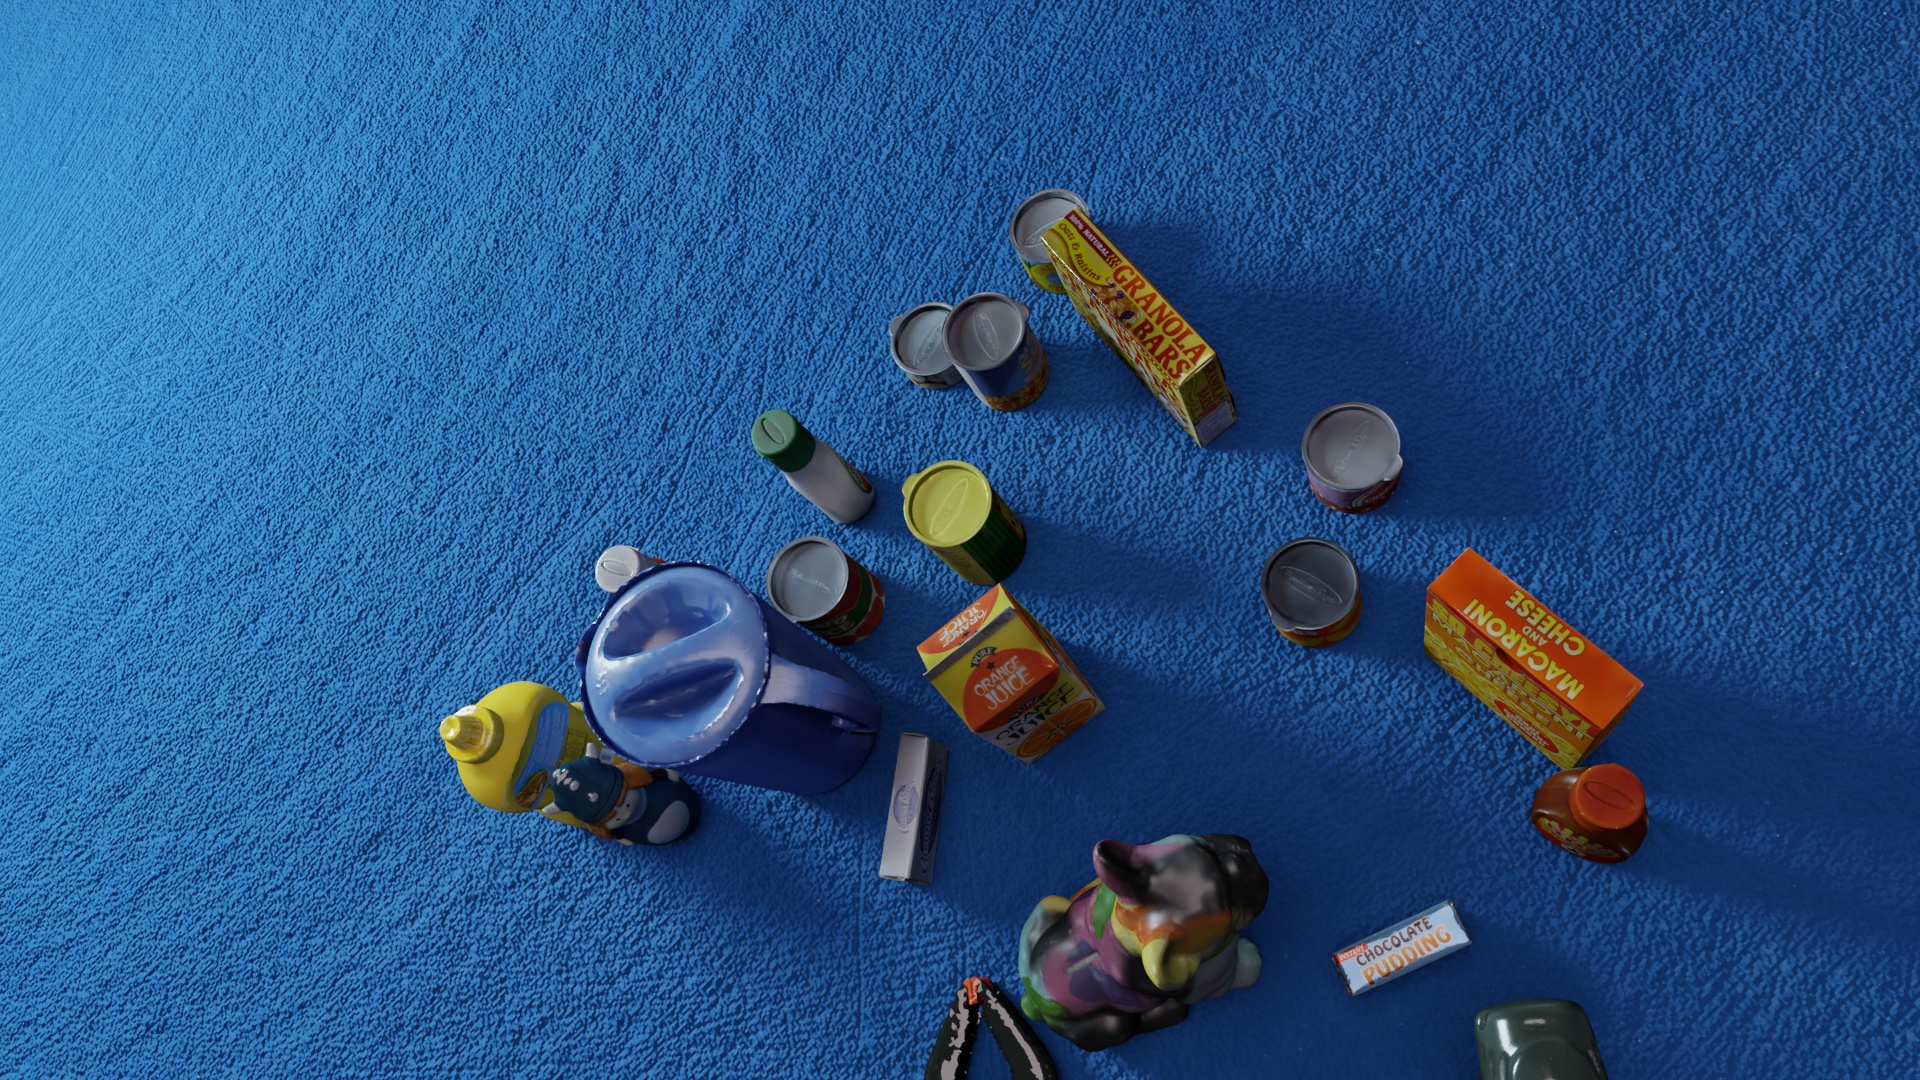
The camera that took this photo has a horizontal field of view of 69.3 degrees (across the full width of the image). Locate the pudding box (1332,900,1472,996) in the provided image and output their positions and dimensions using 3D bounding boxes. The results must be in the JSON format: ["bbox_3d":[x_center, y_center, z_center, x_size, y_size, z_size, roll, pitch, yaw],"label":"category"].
[{"bbox_3d":[0.282,0.261,0.888,0.083,0.049,0.030,-28,66,8],"label":"pudding box"}]

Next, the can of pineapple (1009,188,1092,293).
[{"bbox_3d":[0.078,-0.238,1.117,0.071,0.057,0.071,-6,71,16],"label":"can of pineapple"}]

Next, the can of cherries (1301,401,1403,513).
[{"bbox_3d":[0.281,-0.056,0.990,0.071,0.058,0.071,-6,71,16],"label":"can of cherries"}]

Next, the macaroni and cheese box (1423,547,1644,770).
[{"bbox_3d":[0.349,0.079,0.863,0.040,0.166,0.124,-46,65,0],"label":"macaroni and cheese box"}]

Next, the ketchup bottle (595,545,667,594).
[{"bbox_3d":[-0.227,0.041,1.072,0.065,0.148,0.043,16,78,22],"label":"ketchup bottle"}]

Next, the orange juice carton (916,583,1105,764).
[{"bbox_3d":[0.032,0.090,0.948,0.072,0.192,0.073,-37,65,4],"label":"orange juice carton"}]

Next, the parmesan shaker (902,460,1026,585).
[{"bbox_3d":[0.004,-0.013,1.041,0.071,0.103,0.071,-6,71,16],"label":"parmesan shaker"}]

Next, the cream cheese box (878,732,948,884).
[{"bbox_3d":[-0.032,0.196,1.010,0.024,0.053,0.104,3,73,19],"label":"cream cheese box"}]

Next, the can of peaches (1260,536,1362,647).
[{"bbox_3d":[0.244,0.039,0.970,0.071,0.058,0.071,-6,71,16],"label":"can of peaches"}]

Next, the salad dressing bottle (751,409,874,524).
[{"bbox_3d":[-0.113,-0.057,1.069,0.044,0.147,0.064,-43,65,1],"label":"salad dressing bottle"}]

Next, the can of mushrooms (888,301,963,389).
[{"bbox_3d":[-0.023,-0.160,1.137,0.071,0.033,0.071,-5,71,16],"label":"can of mushrooms"}]

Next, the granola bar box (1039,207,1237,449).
[{"bbox_3d":[0.135,-0.157,1.035,0.039,0.124,0.166,-39,65,3],"label":"granola bar box"}]

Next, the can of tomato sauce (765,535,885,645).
[{"bbox_3d":[-0.102,0.042,1.068,0.071,0.083,0.071,-6,71,16],"label":"can of tomato sauce"}]

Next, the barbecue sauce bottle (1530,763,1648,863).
[{"bbox_3d":[0.382,0.162,0.835,0.065,0.148,0.044,25,82,24],"label":"barbecue sauce bottle"}]

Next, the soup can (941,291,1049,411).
[{"bbox_3d":[0.032,-0.147,1.088,0.071,0.083,0.071,-6,71,16],"label":"soup can"}]
